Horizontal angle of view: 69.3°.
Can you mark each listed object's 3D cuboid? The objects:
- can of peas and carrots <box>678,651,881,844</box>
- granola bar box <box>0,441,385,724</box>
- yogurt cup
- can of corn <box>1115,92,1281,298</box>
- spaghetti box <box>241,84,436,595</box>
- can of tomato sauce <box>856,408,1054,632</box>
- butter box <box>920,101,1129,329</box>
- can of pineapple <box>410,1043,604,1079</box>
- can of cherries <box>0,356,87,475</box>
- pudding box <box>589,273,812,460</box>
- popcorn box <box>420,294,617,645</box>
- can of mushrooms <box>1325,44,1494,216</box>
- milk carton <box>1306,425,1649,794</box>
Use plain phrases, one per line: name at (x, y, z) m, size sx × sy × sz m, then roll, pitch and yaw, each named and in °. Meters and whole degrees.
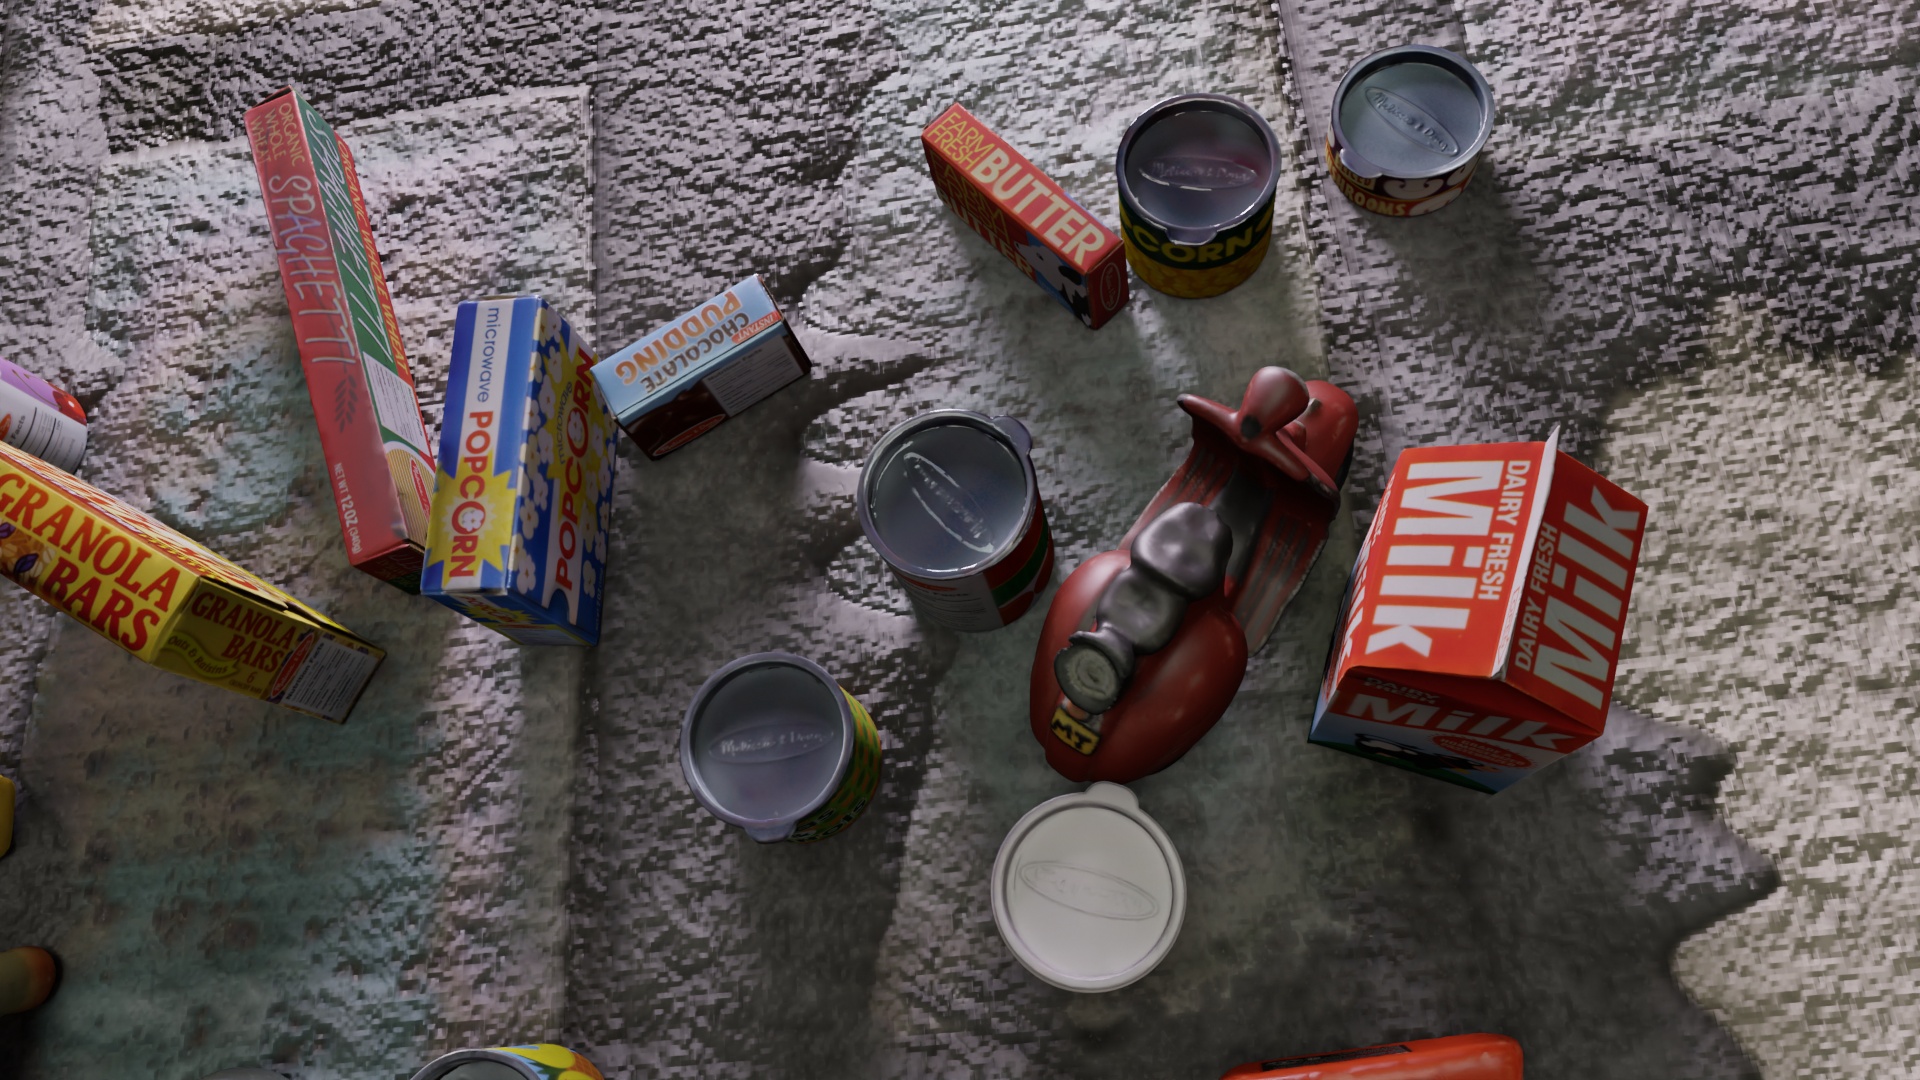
can of peas and carrots at (-0.067, 0.084, 0.536) m, size 0.071 × 0.058 × 0.071 m, roll -3°, pitch 72°, yaw 8°
granola bar box at (-0.337, 0.011, 0.566) m, size 0.166 × 0.124 × 0.039 m, roll 25°, pitch 78°, yaw 16°
yogurt cup at (0.048, 0.129, 0.506) m, size 0.072 × 0.054 × 0.072 m, roll -3°, pitch 72°, yaw 8°
can of corn at (0.099, -0.141, 0.585) m, size 0.071 × 0.058 × 0.071 m, roll -3°, pitch 72°, yaw 8°
spaghetti box at (-0.277, -0.094, 0.631) m, size 0.029 × 0.050 × 0.251 m, roll -23°, pitch 70°, yaw 1°
can of tomato sauce at (0.002, -0.007, 0.542) m, size 0.071 × 0.083 × 0.071 m, roll -3°, pitch 72°, yaw 8°
butter box at (0.028, -0.139, 0.598) m, size 0.024 × 0.053 × 0.103 m, roll -44°, pitch 71°, yaw -6°
can of pineapple at (-0.164, 0.219, 0.506) m, size 0.071 × 0.057 × 0.071 m, roll -3°, pitch 72°, yaw 8°
can of cherries at (-0.454, -0.054, 0.640) m, size 0.071 × 0.058 × 0.071 m, roll -3°, pitch 72°, yaw 8°
pudding box at (-0.111, -0.074, 0.599) m, size 0.084 × 0.049 × 0.030 m, roll -31°, pitch 70°, yaw -2°
popcorn box at (-0.178, -0.027, 0.575) m, size 0.038 × 0.085 × 0.127 m, roll -2°, pitch 72°, yaw 8°
can of mushrooms at (0.189, -0.174, 0.595) m, size 0.071 × 0.033 × 0.071 m, roll -3°, pitch 72°, yaw 8°
milk carton at (0.163, 0.028, 0.449) m, size 0.073 × 0.190 × 0.072 m, roll 15°, pitch 75°, yaw 13°
